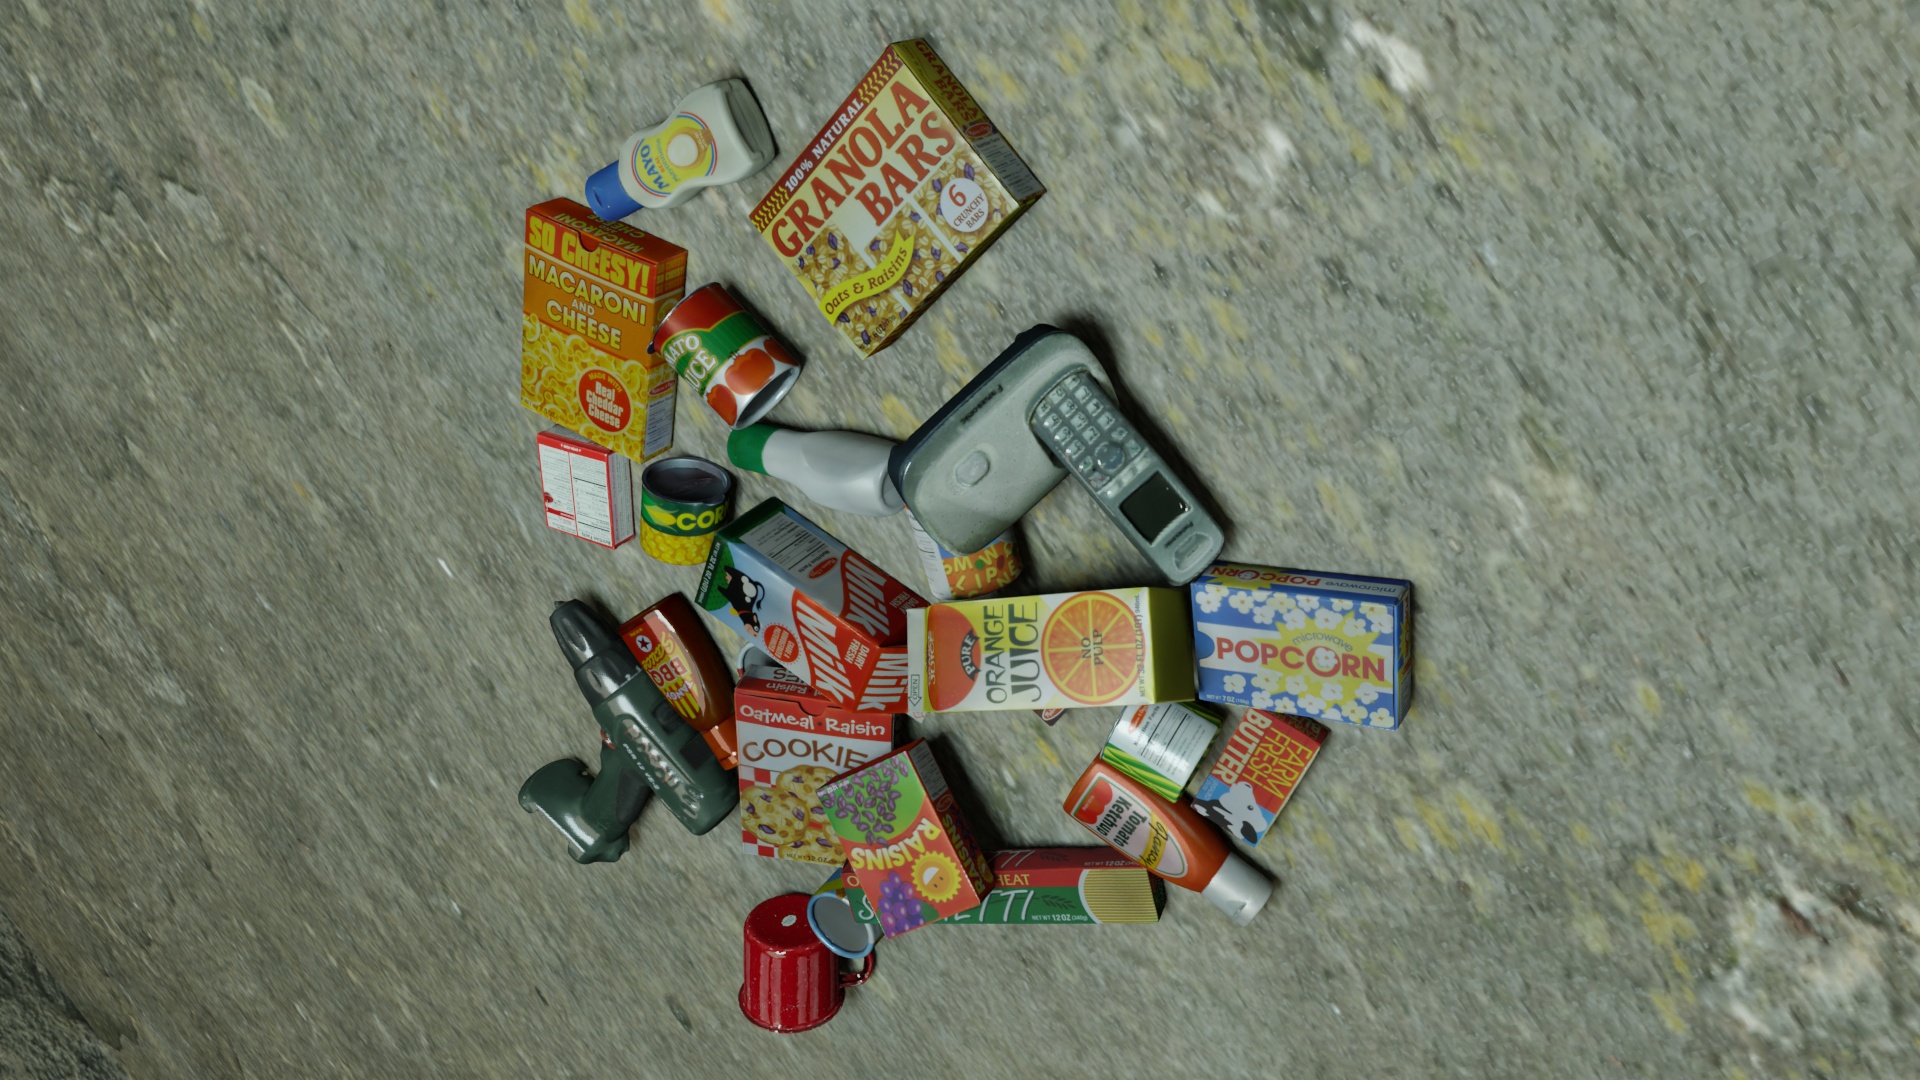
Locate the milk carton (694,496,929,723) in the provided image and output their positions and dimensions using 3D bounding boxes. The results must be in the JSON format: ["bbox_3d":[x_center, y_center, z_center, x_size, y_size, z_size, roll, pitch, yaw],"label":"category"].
[{"bbox_3d":[-0.094,0.057,1.020,0.191,0.074,0.072,33,127,14],"label":"milk carton"}]

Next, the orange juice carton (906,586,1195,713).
[{"bbox_3d":[0.047,0.072,0.890,0.192,0.073,0.072,-6,83,29],"label":"orange juice carton"}]

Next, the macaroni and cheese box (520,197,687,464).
[{"bbox_3d":[-0.271,-0.156,1.044,0.124,0.040,0.165,25,124,19],"label":"macaroni and cheese box"}]

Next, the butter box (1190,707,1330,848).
[{"bbox_3d":[0.197,0.151,0.916,0.053,0.024,0.103,31,126,15],"label":"butter box"}]

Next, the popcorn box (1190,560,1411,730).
[{"bbox_3d":[0.210,0.063,0.854,0.126,0.038,0.085,6,117,30],"label":"popcorn box"}]

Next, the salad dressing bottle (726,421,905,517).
[{"bbox_3d":[-0.101,-0.055,0.979,0.148,0.064,0.043,16,131,34],"label":"salad dressing bottle"}]

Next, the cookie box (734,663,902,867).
[{"bbox_3d":[-0.109,0.180,1.082,0.123,0.040,0.166,7,121,6],"label":"cookie box"}]

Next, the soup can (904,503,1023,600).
[{"bbox_3d":[0.003,-0.012,0.931,0.071,0.072,0.083,-4,112,34],"label":"soup can"}]

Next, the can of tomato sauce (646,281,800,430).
[{"bbox_3d":[-0.165,-0.127,0.974,0.083,0.071,0.071,45,129,4],"label":"can of tomato sauce"}]

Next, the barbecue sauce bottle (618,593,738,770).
[{"bbox_3d":[-0.219,0.119,1.148,0.064,0.044,0.148,-28,97,36],"label":"barbecue sauce bottle"}]

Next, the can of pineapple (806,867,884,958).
[{"bbox_3d":[-0.086,0.301,1.147,0.071,0.058,0.070,14,120,26],"label":"can of pineapple"}]

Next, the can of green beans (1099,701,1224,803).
[{"bbox_3d":[0.134,0.131,0.918,0.058,0.071,0.071,30,126,15],"label":"can of green beans"}]

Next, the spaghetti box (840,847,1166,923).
[{"bbox_3d":[0.028,0.260,1.044,0.250,0.029,0.050,-6,109,22],"label":"spaghetti box"}]

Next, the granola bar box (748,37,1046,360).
[{"bbox_3d":[-0.045,-0.211,0.876,0.124,0.039,0.165,51,129,0],"label":"granola bar box"}]

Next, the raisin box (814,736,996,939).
[{"bbox_3d":[-0.040,0.219,1.020,0.086,0.040,0.123,-27,88,21],"label":"raisin box"}]

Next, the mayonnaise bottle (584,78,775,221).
[{"bbox_3d":[-0.196,-0.258,0.945,0.148,0.041,0.064,-15,107,36],"label":"mayonnaise bottle"}]

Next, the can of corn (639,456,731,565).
[{"bbox_3d":[-0.208,-0.021,1.056,0.071,0.071,0.058,24,125,20],"label":"can of corn"}]

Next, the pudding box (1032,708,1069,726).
[{"bbox_3d":[0.071,0.084,0.957,0.050,0.030,0.083,42,128,6],"label":"pudding box"}]

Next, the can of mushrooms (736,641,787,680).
[{"bbox_3d":[-0.140,0.102,1.097,0.071,0.034,0.070,13,120,24],"label":"can of mushrooms"}]

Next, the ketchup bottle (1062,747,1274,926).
[{"bbox_3d":[0.146,0.206,0.963,0.149,0.044,0.064,36,127,11],"label":"ketchup bottle"}]
